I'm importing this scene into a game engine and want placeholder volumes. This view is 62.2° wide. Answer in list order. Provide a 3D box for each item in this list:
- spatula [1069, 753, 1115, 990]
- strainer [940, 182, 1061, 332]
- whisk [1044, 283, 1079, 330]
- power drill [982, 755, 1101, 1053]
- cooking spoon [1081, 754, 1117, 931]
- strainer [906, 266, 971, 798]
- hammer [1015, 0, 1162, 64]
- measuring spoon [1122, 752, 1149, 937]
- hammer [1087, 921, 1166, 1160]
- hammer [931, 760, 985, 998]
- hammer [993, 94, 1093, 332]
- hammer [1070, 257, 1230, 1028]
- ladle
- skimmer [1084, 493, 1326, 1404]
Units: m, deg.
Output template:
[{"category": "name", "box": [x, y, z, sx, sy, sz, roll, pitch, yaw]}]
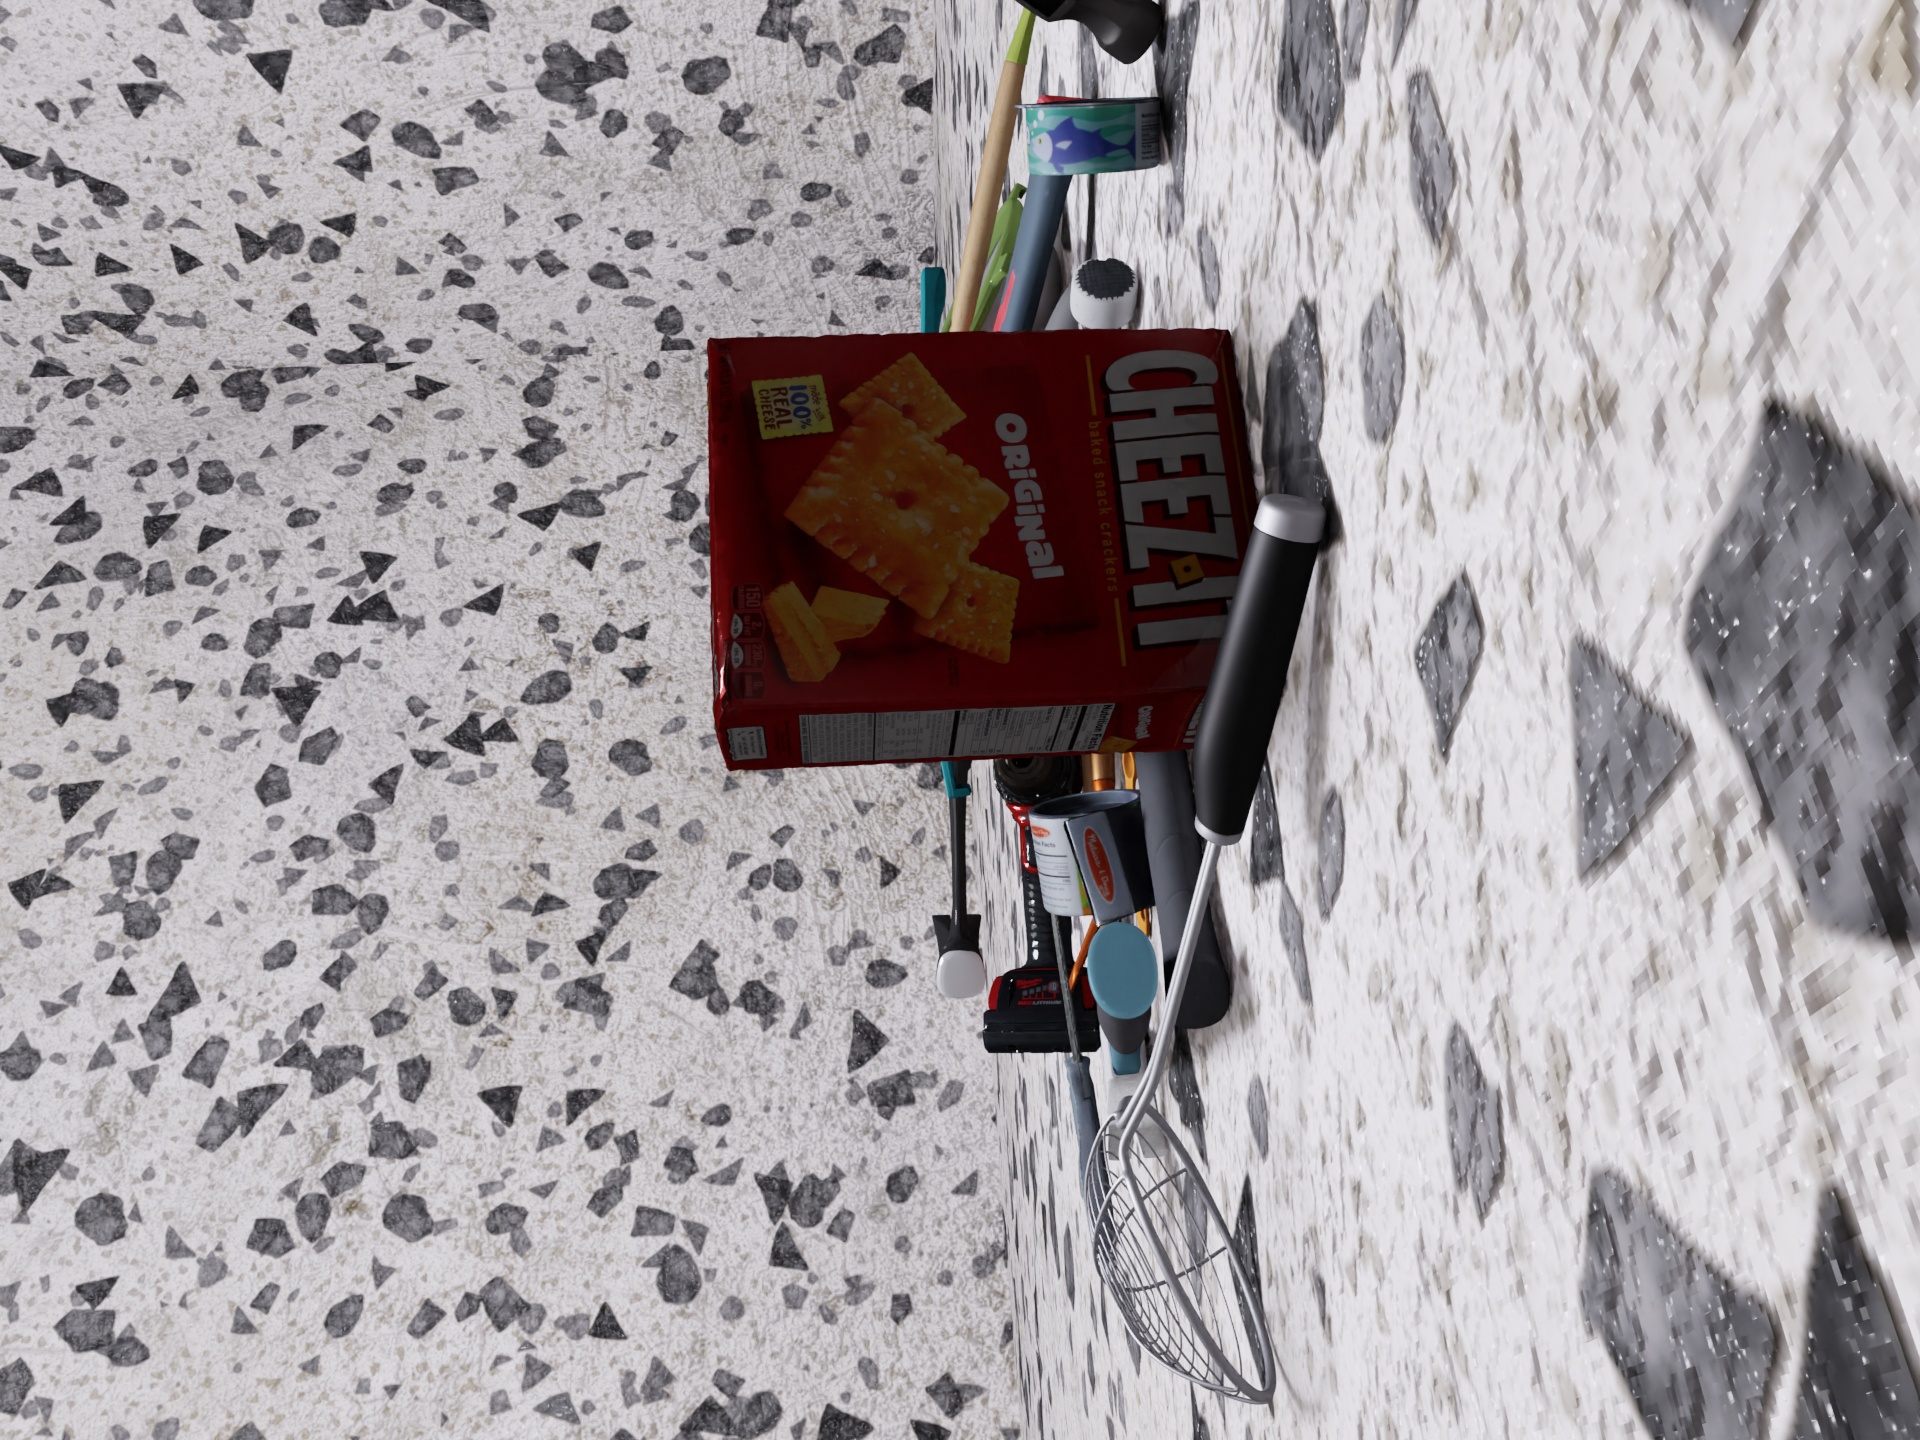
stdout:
[{"category": "spatula", "box": [0.081, 0.016, 1.016, 0.081, 0.041, 0.323, 85, -176, -73]}, {"category": "strainer", "box": [0.014, -0.275, 1.237, 0.152, 0.069, 0.256, -83, 18, -51]}, {"category": "whisk", "box": [0.036, -0.178, 1.057, 0.055, 0.055, 0.239, -99, 30, -68]}, {"category": "power drill", "box": [0.055, 0.113, 1.100, 0.188, 0.080, 0.227, 39, -131, -80]}, {"category": "cooking spoon", "box": [0.092, 0.043, 1.092, 0.068, 0.017, 0.319, 88, 178, -75]}, {"category": "strainer", "box": [0.021, -0.140, 0.846, 0.210, 0.095, 0.341, 82, -174, -49]}, {"category": "hammer", "box": [0.045, -0.483, 0.793, 0.031, 0.130, 0.332, -28, 50, 50]}, {"category": "measuring spoon", "box": [0.106, 0.072, 0.932, 0.021, 0.011, 0.117, -145, 47, -73]}, {"category": "hammer", "box": [0.085, 0.157, 0.832, 0.330, 0.033, 0.128, 72, -168, -71]}, {"category": "hammer", "box": [-0.002, -0.003, 1.009, 0.127, 0.034, 0.337, -97, 7, -78]}, {"category": "hammer", "box": [0.033, -0.237, 1.094, 0.386, 0.038, 0.143, 106, 159, -46]}, {"category": "hammer", "box": [0.092, -0.041, 0.822, 0.149, 0.036, 0.409, 89, 177, -60]}, {"category": "ladle", "box": [0.019, -0.409, 1.051, 0.078, 0.062, 0.320, -91, 13, -68]}, {"category": "skimmer", "box": [0.112, 0.096, 0.596, 0.127, 0.090, 0.363, -91, 9, -66]}]
